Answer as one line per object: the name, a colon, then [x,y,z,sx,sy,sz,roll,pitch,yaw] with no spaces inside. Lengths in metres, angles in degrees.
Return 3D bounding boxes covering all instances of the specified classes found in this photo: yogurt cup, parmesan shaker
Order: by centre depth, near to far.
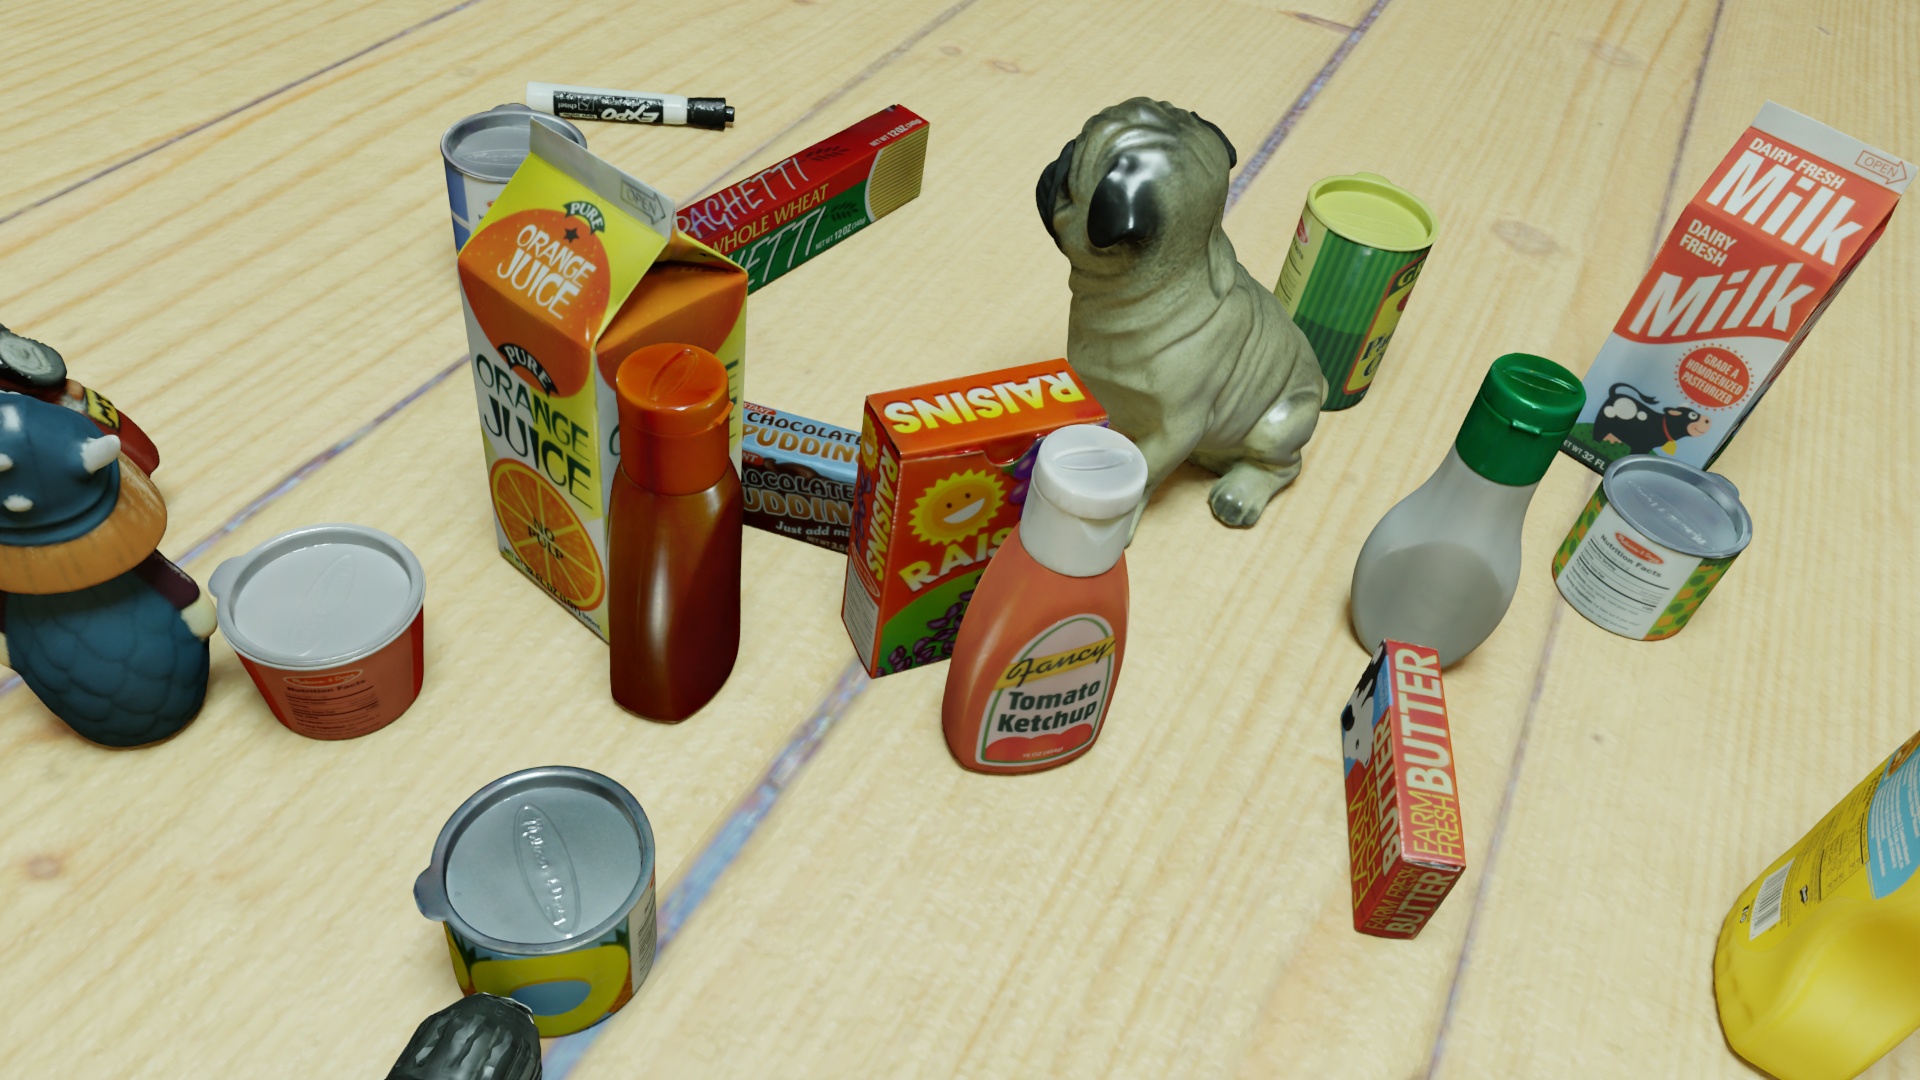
yogurt cup: [-0.228,0.035,0.506,0.072,0.053,0.073,6,45,-5]
parmesan shaker: [0.196,-0.127,0.716,0.071,0.102,0.072,6,45,-5]

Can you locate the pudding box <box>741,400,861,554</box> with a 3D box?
pudding box: [-0.067,-0.027,0.602,0.084,0.049,0.030,16,45,5]

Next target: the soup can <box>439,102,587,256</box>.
soup can: [-0.215,-0.160,0.682,0.071,0.083,0.072,6,45,-5]

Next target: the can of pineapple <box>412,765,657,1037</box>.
can of pineapple: [-0.132,0.115,0.442,0.071,0.057,0.071,6,45,-5]

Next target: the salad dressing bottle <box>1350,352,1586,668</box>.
salad dressing bottle: [0.206,-0.008,0.567,0.064,0.146,0.044,20,45,10]

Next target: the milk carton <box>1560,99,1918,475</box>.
milk carton: [0.372,-0.113,0.674,0.072,0.189,0.074,38,51,25]

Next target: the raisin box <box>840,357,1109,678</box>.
raisin box: [0.002,-0.007,0.544,0.086,0.122,0.040,-13,49,-22]

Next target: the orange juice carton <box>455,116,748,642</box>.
orange juice carton: [-0.131,-0.059,0.521,0.072,0.191,0.073,34,49,22]

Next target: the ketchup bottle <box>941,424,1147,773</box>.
ketchup bottle: [0.033,0.024,0.500,0.065,0.148,0.044,-7,47,-17]

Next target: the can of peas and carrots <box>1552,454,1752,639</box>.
can of peas and carrots: [0.319,0.002,0.641,0.071,0.058,0.071,6,45,-5]

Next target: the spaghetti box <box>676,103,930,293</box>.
spaghetti box: [-0.104,-0.165,0.733,0.029,0.049,0.251,32,48,20]

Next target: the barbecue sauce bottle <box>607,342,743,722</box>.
barbecue sauce bottle: [-0.102,-0.002,0.501,0.044,0.147,0.065,18,45,7]

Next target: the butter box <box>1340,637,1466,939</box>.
butter box: [0.166,0.093,0.526,0.024,0.052,0.104,12,45,1]
